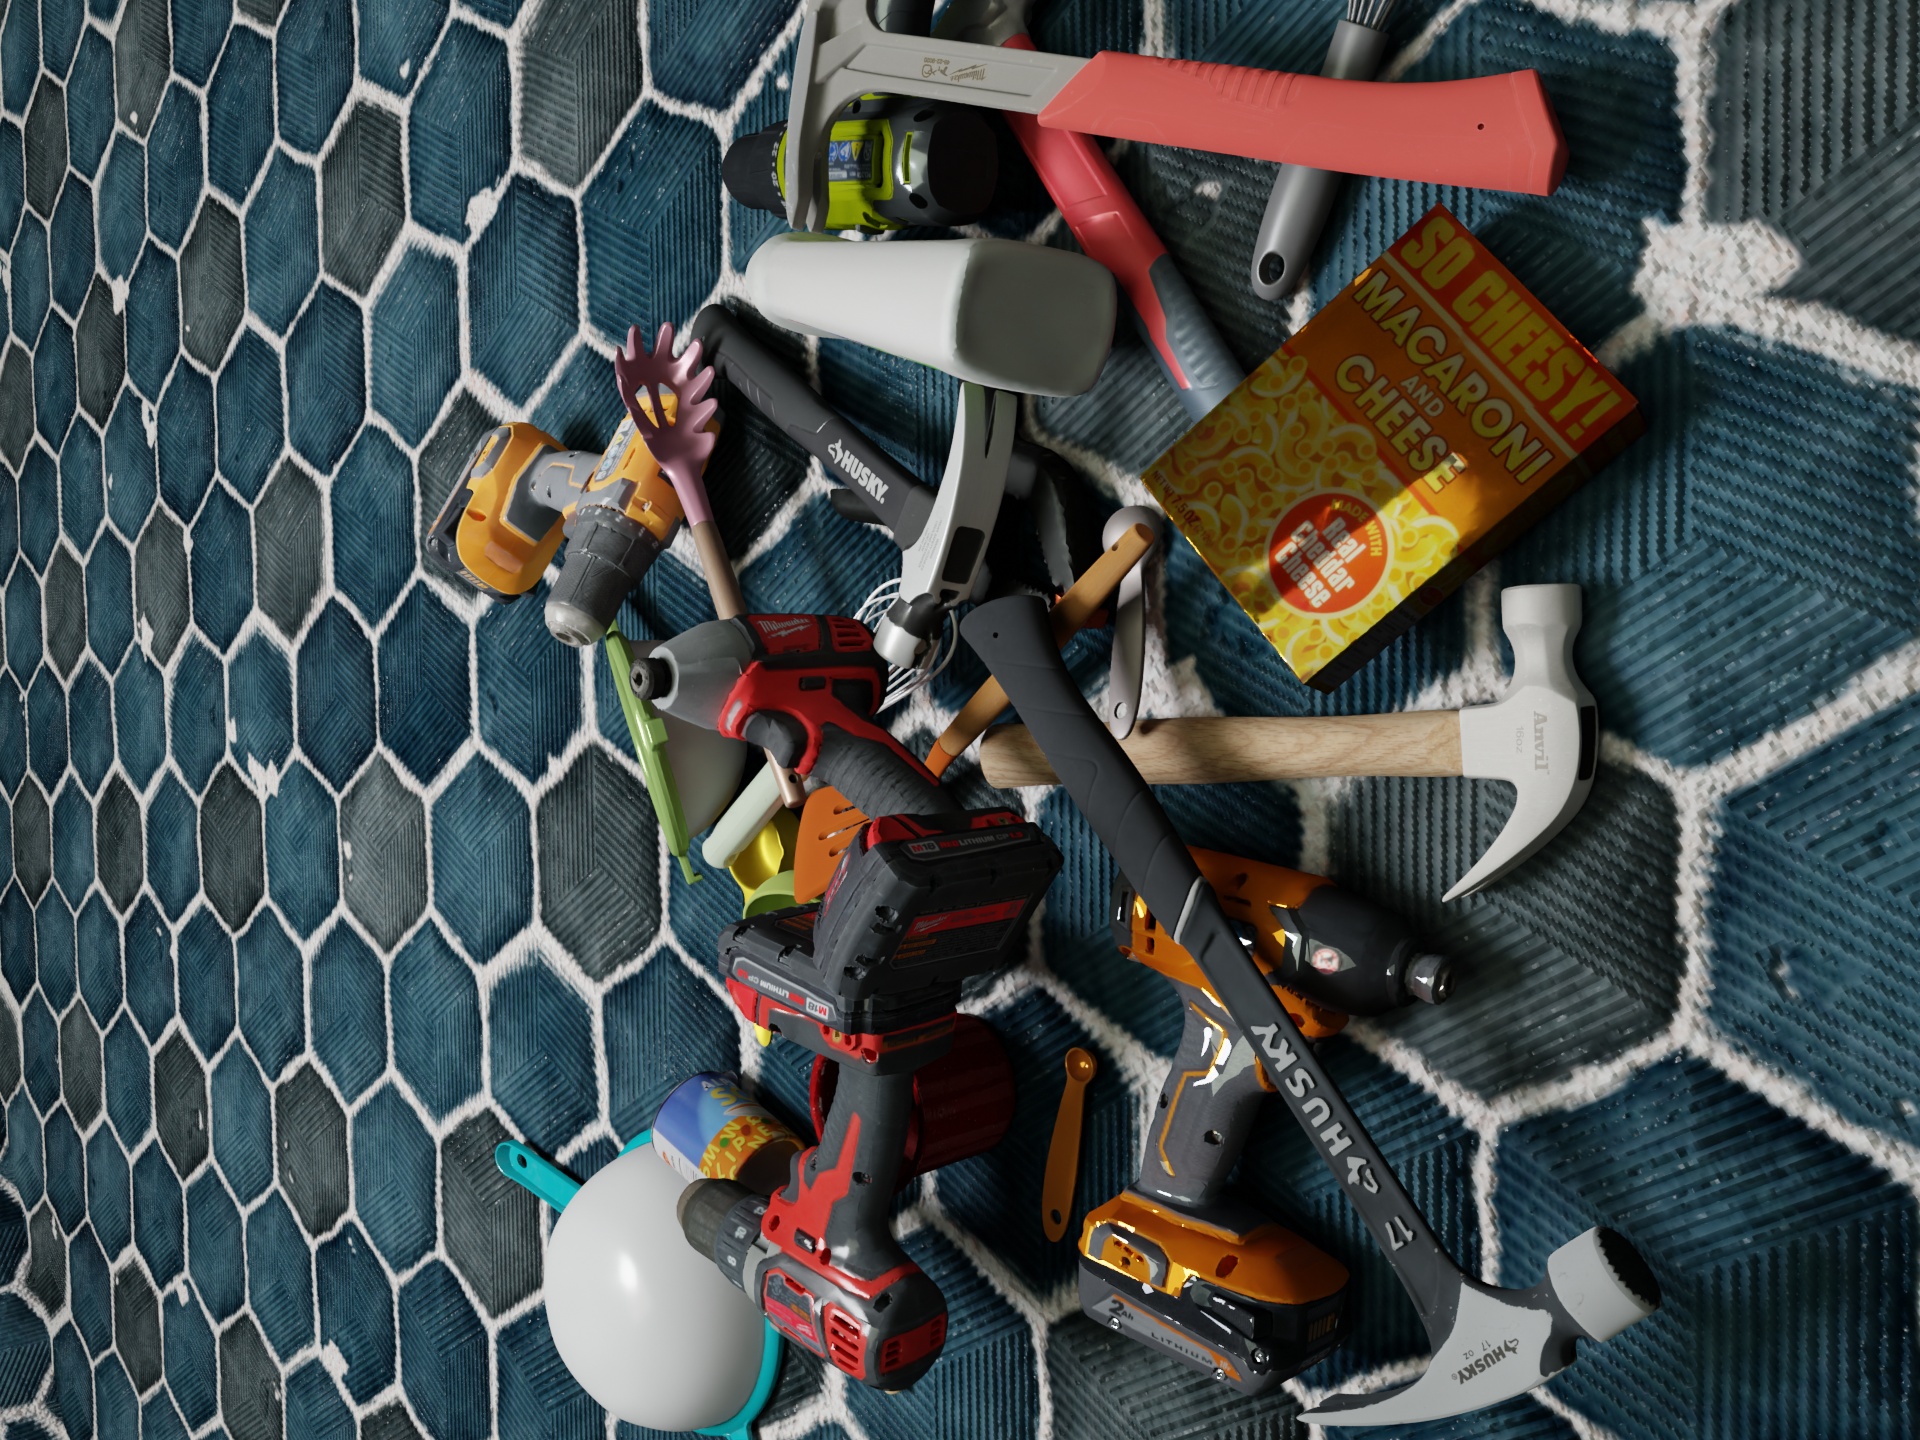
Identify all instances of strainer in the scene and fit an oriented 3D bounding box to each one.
[{"bbox_3d":[-0.193,-0.028,1.059,0.151,0.069,0.257,87,162,-46],"label":"strainer"},{"bbox_3d":[-0.265,0.379,1.125,0.341,0.095,0.211,16,103,42],"label":"strainer"}]

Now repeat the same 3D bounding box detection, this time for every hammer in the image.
[{"bbox_3d":[0.081,-0.266,0.706,0.359,0.036,0.149,18,108,24],"label":"hammer"},{"bbox_3d":[0.108,0.102,0.689,0.149,0.036,0.409,-46,60,26],"label":"hammer"},{"bbox_3d":[0.135,0.016,0.754,0.331,0.031,0.130,-4,89,45],"label":"hammer"},{"bbox_3d":[-0.078,-0.173,0.915,0.335,0.035,0.146,46,120,45],"label":"hammer"},{"bbox_3d":[0.078,-0.215,0.793,0.143,0.038,0.387,-44,62,38],"label":"hammer"}]

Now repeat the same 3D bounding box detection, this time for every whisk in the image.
[{"bbox_3d":[0.172,-0.300,0.691,0.055,0.055,0.238,37,121,37],"label":"whisk"},{"bbox_3d":[-0.083,0.009,0.940,0.059,0.058,0.246,45,119,6],"label":"whisk"}]

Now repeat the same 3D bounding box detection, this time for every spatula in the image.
[{"bbox_3d":[-0.001,-0.003,0.845,0.322,0.041,0.081,-48,29,43],"label":"spatula"}]

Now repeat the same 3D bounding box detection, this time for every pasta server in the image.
[{"bbox_3d":[-0.144,-0.096,0.948,0.040,0.060,0.316,-51,56,58],"label":"pasta server"}]

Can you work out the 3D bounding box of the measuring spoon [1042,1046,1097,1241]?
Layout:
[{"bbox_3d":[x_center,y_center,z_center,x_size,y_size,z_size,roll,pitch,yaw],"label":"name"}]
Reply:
[{"bbox_3d":[0.060,0.229,0.858,0.021,0.011,0.117,22,111,43],"label":"measuring spoon"}]

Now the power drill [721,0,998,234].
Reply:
[{"bbox_3d":[-0.058,-0.376,0.842,0.191,0.080,0.228,18,110,44],"label":"power drill"}]

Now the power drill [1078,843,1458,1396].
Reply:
[{"bbox_3d":[0.138,0.179,0.729,0.164,0.084,0.226,10,96,42],"label":"power drill"}]

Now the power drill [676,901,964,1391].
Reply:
[{"bbox_3d":[-0.082,0.214,0.835,0.188,0.080,0.226,13,104,44],"label":"power drill"}]

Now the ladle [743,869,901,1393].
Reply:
[{"bbox_3d":[-0.072,0.247,0.956,0.078,0.062,0.320,-11,87,33],"label":"ladle"}]

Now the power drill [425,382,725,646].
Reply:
[{"bbox_3d":[-0.268,-0.129,1.068,0.226,0.084,0.185,-1,60,44],"label":"power drill"}]

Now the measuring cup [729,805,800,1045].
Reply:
[{"bbox_3d":[-0.121,0.129,1.017,0.062,0.029,0.156,2,96,44],"label":"measuring cup"}]

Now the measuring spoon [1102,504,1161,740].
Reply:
[{"bbox_3d":[0.080,-0.051,0.791,0.034,0.018,0.124,-13,66,46],"label":"measuring spoon"}]

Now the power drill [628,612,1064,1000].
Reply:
[{"bbox_3d":[-0.063,0.027,0.782,0.220,0.143,0.078,50,127,33],"label":"power drill"}]
